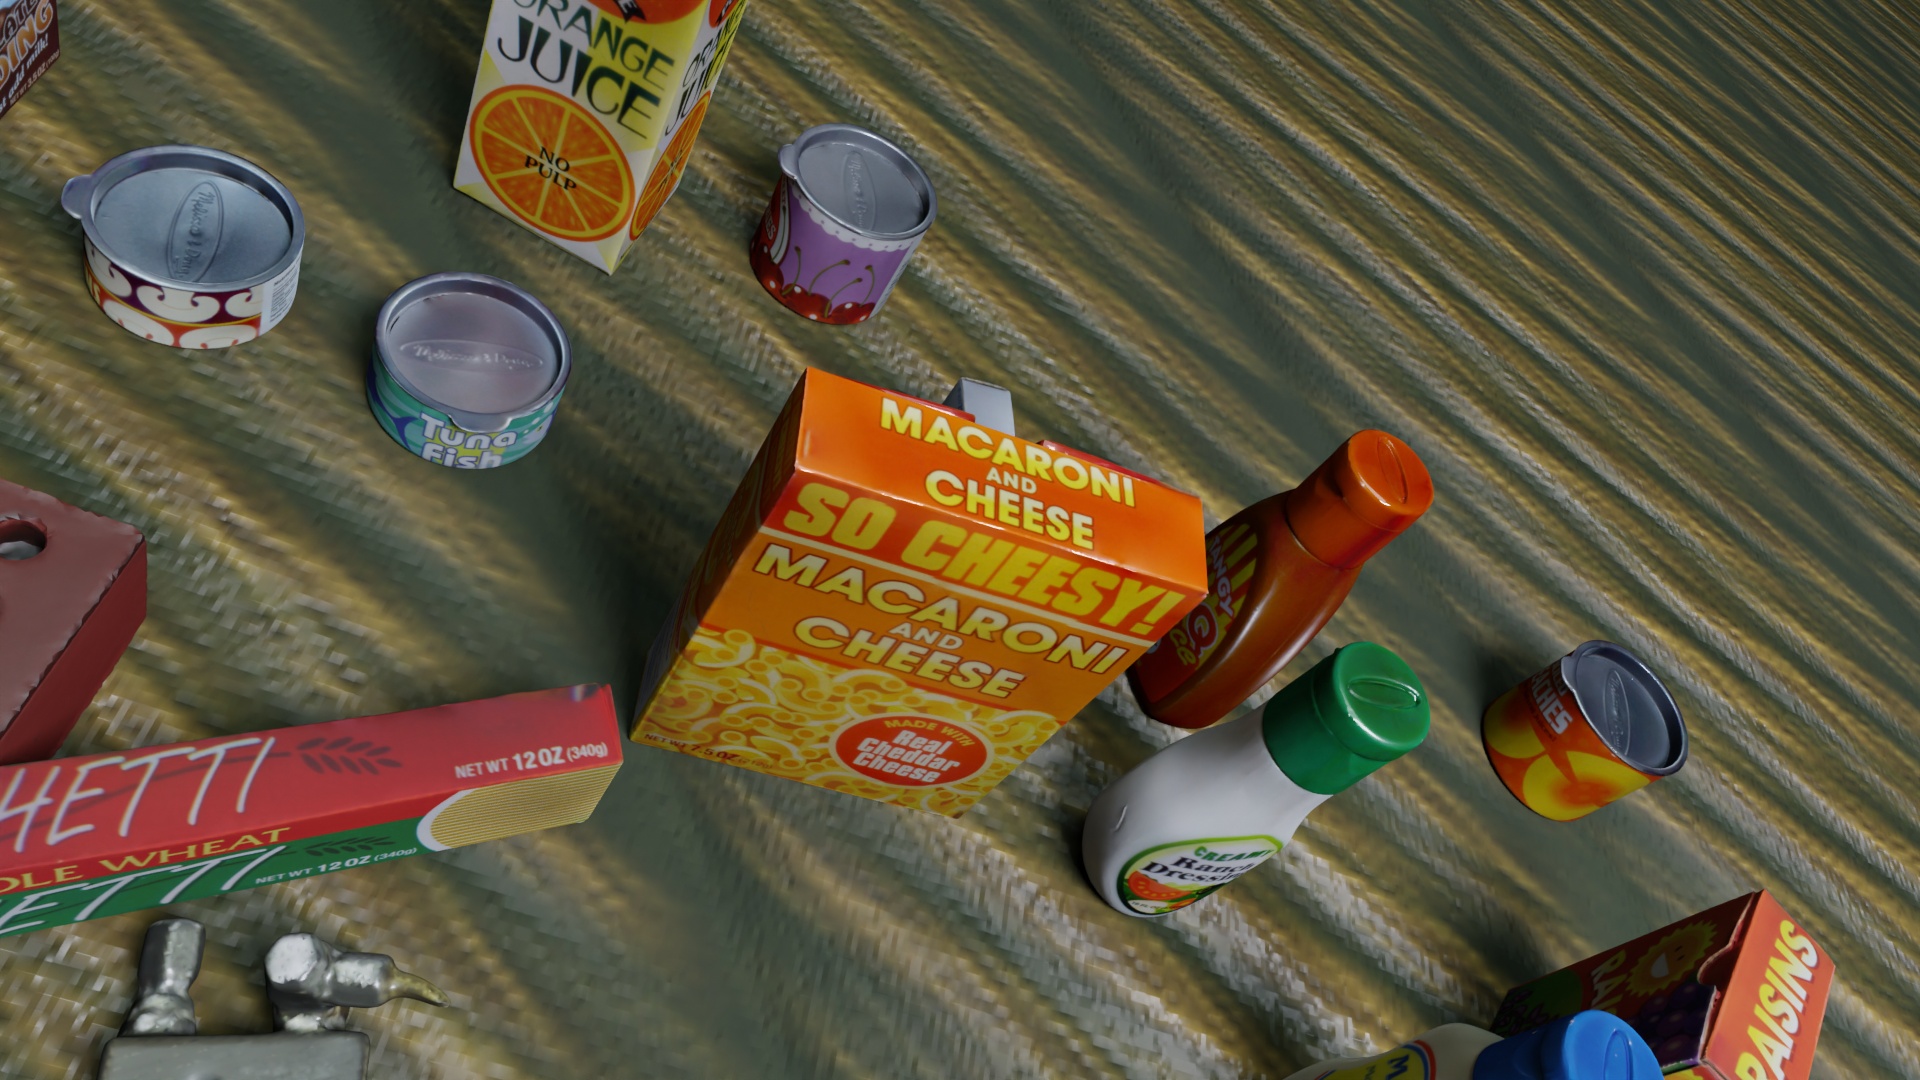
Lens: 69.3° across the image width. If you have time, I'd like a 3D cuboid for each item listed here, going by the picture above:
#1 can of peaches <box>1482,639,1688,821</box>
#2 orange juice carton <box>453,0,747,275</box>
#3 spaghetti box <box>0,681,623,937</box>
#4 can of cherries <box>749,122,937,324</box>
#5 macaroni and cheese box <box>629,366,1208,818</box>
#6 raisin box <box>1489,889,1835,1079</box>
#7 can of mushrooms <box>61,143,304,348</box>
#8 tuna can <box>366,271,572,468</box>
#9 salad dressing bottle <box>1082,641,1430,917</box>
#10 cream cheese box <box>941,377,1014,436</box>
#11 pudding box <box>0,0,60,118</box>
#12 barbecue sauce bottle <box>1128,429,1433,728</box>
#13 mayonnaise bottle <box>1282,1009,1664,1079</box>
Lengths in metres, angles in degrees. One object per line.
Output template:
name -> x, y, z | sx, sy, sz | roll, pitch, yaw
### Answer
can of peaches -> 0.281, 0.086, 0.633 | 0.071, 0.057, 0.071 | 15, 52, -20
orange juice carton -> -0.124, -0.198, 0.515 | 0.073, 0.191, 0.072 | 29, 48, -9
spaghetti box -> -0.216, 0.076, 0.363 | 0.251, 0.050, 0.029 | -6, 61, -33
can of cherries -> -0.054, -0.137, 0.602 | 0.071, 0.058, 0.072 | 15, 52, -20
macaroni and cheese box -> -0.021, 0.026, 0.432 | 0.124, 0.165, 0.040 | 17, 51, -19
raisin box -> 0.239, 0.183, 0.495 | 0.040, 0.122, 0.086 | 47, 48, 7
can of mushrooms -> -0.264, -0.101, 0.473 | 0.071, 0.033, 0.071 | 15, 52, -20
tuna can -> -0.175, -0.058, 0.494 | 0.071, 0.032, 0.071 | 15, 52, -20
salad dressing bottle -> 0.095, 0.083, 0.469 | 0.064, 0.147, 0.044 | 10, 54, -23
cream cheese box -> 0.002, -0.007, 0.544 | 0.024, 0.053, 0.104 | 12, 53, -22
pudding box -> -0.339, -0.164, 0.465 | 0.030, 0.049, 0.084 | 21, 50, -15
barbecue sauce bottle -> 0.118, 0.014, 0.530 | 0.044, 0.147, 0.065 | 12, 53, -22
mayonnaise bottle -> 0.146, 0.181, 0.427 | 0.041, 0.147, 0.065 | 34, 48, -4
